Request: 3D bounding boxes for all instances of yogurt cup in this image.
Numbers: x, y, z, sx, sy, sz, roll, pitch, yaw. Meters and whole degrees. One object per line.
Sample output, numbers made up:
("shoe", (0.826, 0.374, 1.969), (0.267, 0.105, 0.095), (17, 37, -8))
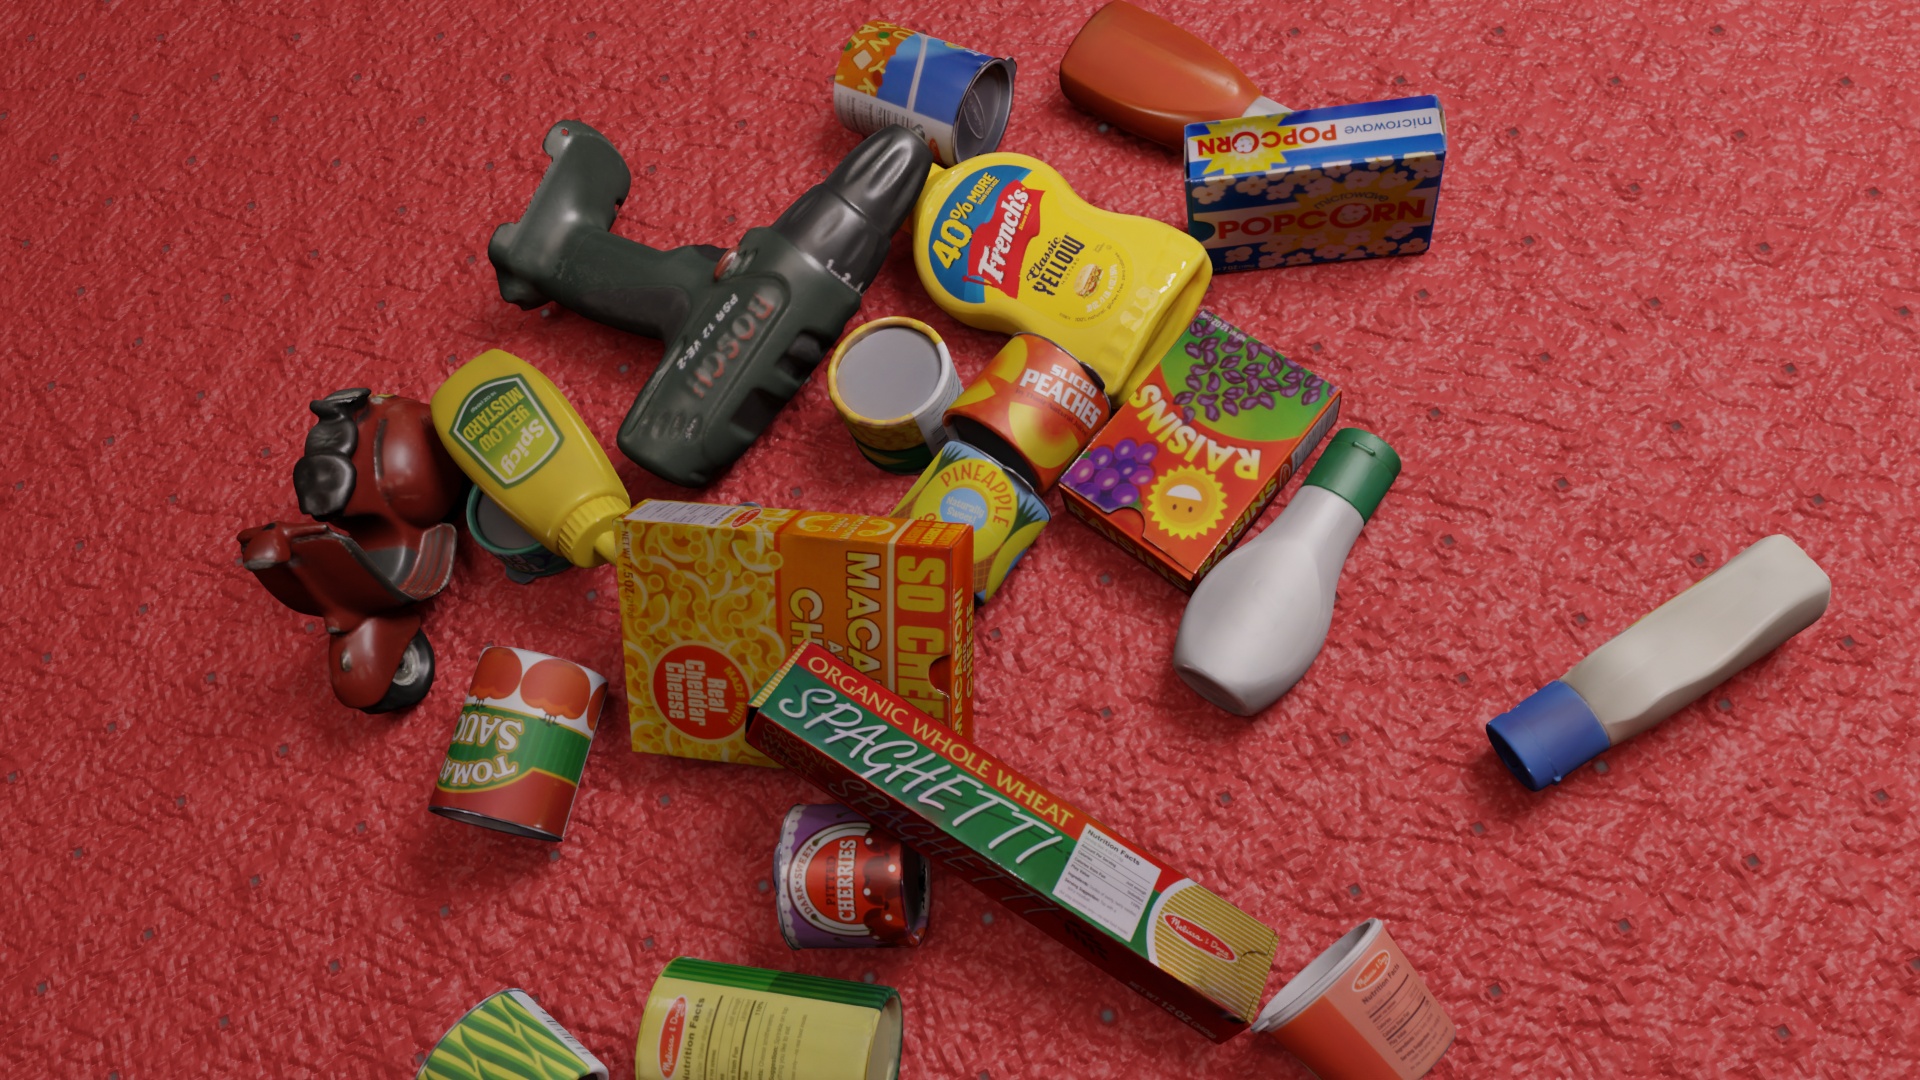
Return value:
("yogurt cup", (0.167, 0.200, 0.579), (0.072, 0.072, 0.054), (-40, 75, -6))

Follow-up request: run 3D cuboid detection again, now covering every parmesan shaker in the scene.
("parmesan shaker", (-0.083, 0.228, 0.616), (0.103, 0.071, 0.071), (4, 69, 12))

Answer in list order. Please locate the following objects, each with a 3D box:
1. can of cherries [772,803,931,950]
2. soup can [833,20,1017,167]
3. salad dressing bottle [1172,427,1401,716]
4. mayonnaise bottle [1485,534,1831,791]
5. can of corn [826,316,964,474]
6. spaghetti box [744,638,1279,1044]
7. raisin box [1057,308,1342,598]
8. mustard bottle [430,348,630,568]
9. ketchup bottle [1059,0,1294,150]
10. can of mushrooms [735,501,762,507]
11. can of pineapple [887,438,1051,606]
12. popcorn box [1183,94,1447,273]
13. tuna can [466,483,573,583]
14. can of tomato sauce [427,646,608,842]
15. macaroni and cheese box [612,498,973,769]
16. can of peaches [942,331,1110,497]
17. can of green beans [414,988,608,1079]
("can of cherries", (-0.048, 0.154, 0.636), (0.058, 0.071, 0.072), (-3, 68, 10))
("soup can", (-0.020, -0.259, 0.801), (0.084, 0.071, 0.071), (25, 75, 20))
("salad dressing bottle", (0.160, 0.013, 0.668), (0.064, 0.044, 0.148), (32, 76, 21))
("mayonnaise bottle", (0.304, 0.056, 0.611), (0.148, 0.064, 0.041), (-33, 63, 1))
("can of corn", (-0.034, -0.077, 0.734), (0.071, 0.058, 0.071), (-4, 67, 10))
("spaghetti box", (0.021, 0.129, 0.610), (0.250, 0.028, 0.050), (31, 46, 5))
("raisin box", (0.121, -0.044, 0.701), (0.086, 0.040, 0.123), (37, 80, 21))
("mustard bottle", (-0.211, -0.032, 0.719), (0.065, 0.048, 0.160), (-43, 66, -6))
("ketchup bottle", (0.130, -0.248, 0.779), (0.149, 0.043, 0.065), (35, 80, 22))
("can of mushrooms", (-0.104, 0.018, 0.724), (0.071, 0.033, 0.071), (-4, 68, 10))
("can of pineapple", (0.002, -0.009, 0.693), (0.071, 0.071, 0.058), (33, 79, 21))
("popcorn box", (0.181, -0.182, 0.719), (0.127, 0.085, 0.038), (-4, 67, 10))
("tuna can", (-0.235, -0.014, 0.763), (0.071, 0.032, 0.071), (-4, 67, 10))
("can of tomato sauce", (-0.220, 0.101, 0.693), (0.071, 0.071, 0.083), (7, 70, 14))
("macaroni and cheese box", (-0.079, 0.049, 0.666), (0.166, 0.040, 0.123), (4, 109, 13))
("can of peaches", (0.034, -0.063, 0.705), (0.071, 0.071, 0.058), (34, 72, 22))
("can of green beans", (-0.204, 0.249, 0.631), (0.058, 0.071, 0.071), (33, 78, 21))
